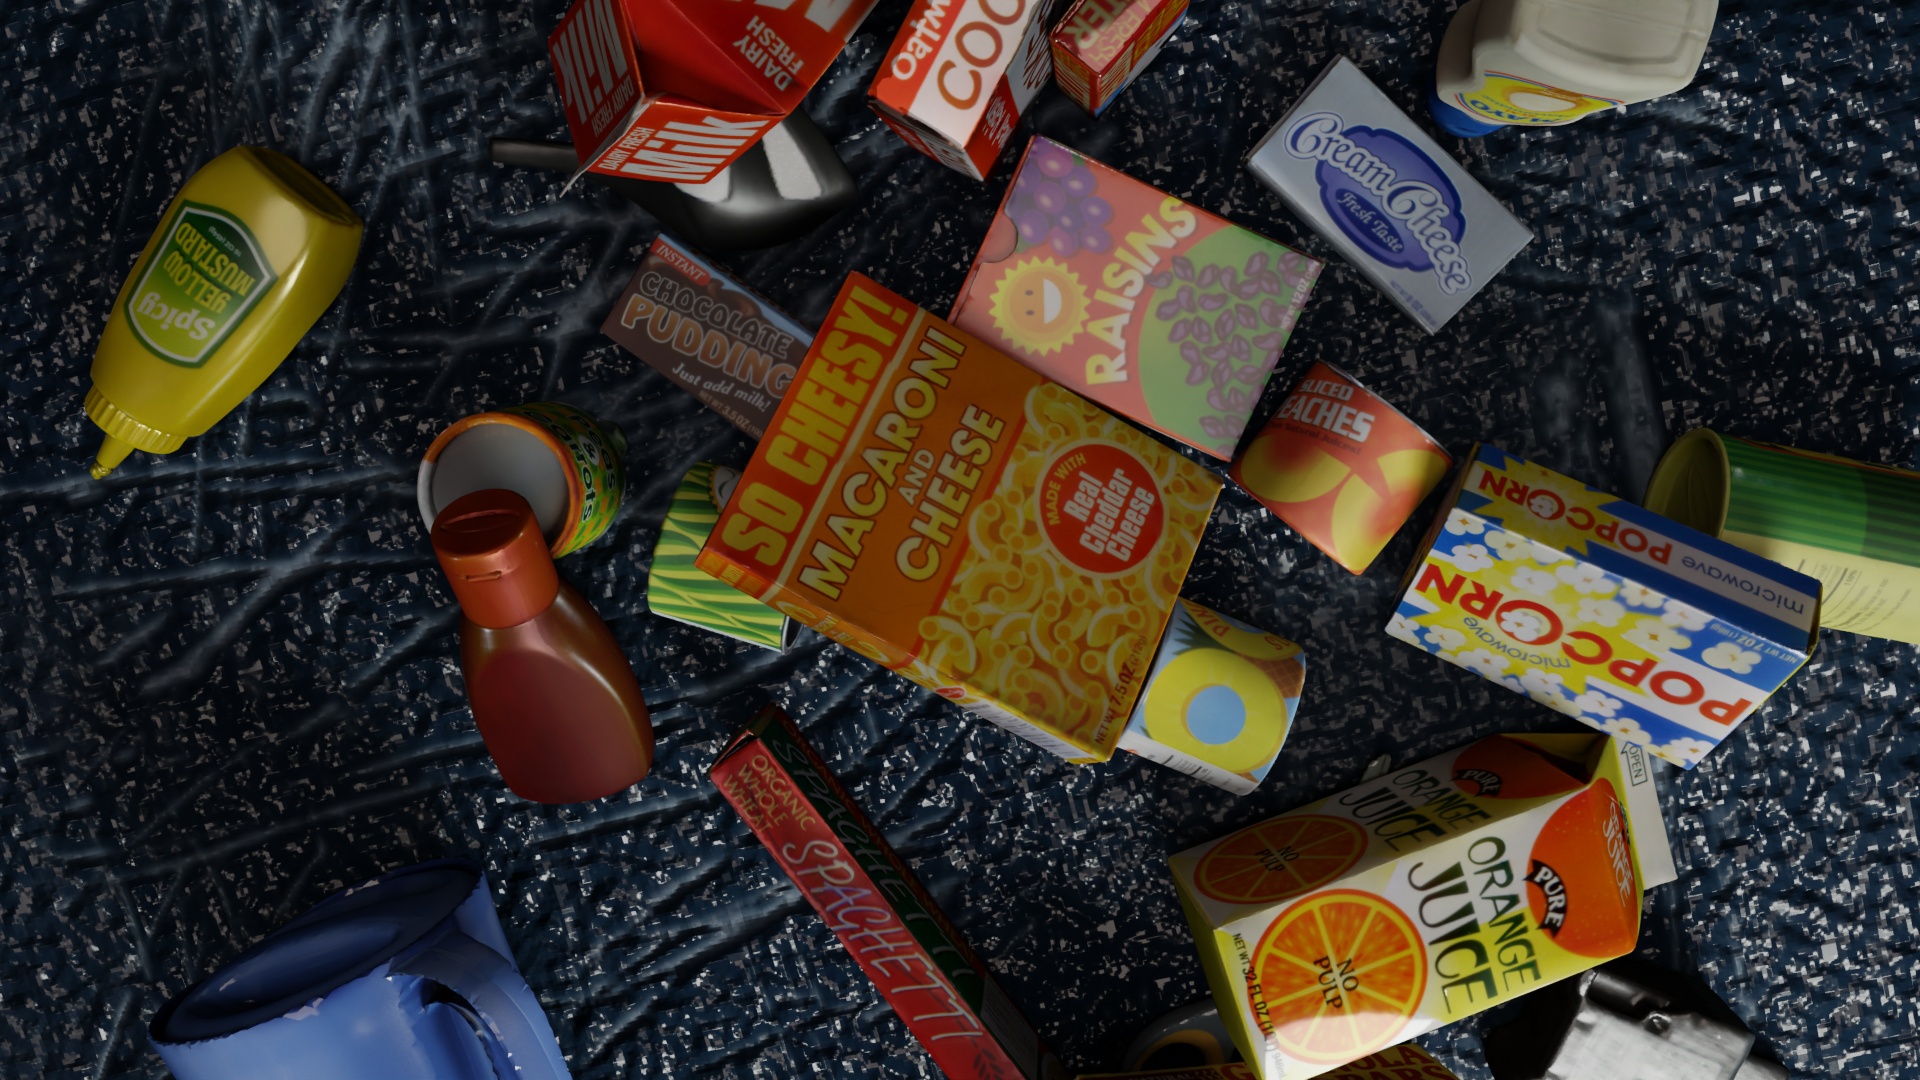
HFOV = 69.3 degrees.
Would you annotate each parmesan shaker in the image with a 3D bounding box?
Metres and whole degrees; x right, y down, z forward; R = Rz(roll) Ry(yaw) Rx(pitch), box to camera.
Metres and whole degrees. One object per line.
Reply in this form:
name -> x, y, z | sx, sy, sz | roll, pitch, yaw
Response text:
parmesan shaker -> 0.325, 0.000, 0.532 | 0.103, 0.071, 0.071 | 11, 99, 2

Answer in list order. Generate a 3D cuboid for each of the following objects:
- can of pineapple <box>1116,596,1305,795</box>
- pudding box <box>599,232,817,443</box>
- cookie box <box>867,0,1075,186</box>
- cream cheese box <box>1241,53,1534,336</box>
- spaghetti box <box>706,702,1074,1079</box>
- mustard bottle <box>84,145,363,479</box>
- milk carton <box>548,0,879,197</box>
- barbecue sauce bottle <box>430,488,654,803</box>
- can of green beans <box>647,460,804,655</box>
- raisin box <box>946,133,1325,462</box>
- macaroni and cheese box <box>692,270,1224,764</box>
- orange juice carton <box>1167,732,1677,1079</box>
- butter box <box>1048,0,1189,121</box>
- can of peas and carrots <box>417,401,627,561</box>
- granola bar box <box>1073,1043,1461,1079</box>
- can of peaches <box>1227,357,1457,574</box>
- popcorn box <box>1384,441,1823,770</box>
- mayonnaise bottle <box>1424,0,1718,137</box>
can of pineapple -> 0.098, 0.060, 0.555 | 0.058, 0.071, 0.071 | 22, 100, 0
pudding box -> -0.097, -0.082, 0.567 | 0.084, 0.030, 0.049 | 35, 99, -2
cookie box -> 0.029, -0.213, 0.490 | 0.040, 0.123, 0.167 | 30, 100, 0
cream cheese box -> 0.165, -0.133, 0.542 | 0.104, 0.024, 0.053 | 42, 99, -3
spaghetti box -> -0.017, 0.177, 0.590 | 0.028, 0.050, 0.250 | -37, 94, 8
mustard bottle -> -0.315, -0.084, 0.573 | 0.065, 0.049, 0.160 | 39, 99, -1
milk carton -> -0.072, -0.193, 0.474 | 0.073, 0.072, 0.191 | 41, 66, -21
barbecue sauce bottle -> -0.166, 0.045, 0.544 | 0.065, 0.044, 0.147 | -8, 136, -3
can of green beans -> -0.087, 0.006, 0.561 | 0.058, 0.071, 0.071 | 17, 100, 2
raisin box -> 0.067, -0.095, 0.548 | 0.123, 0.040, 0.086 | 25, 100, 1
macaroni and cheese box -> 0.002, -0.007, 0.528 | 0.166, 0.040, 0.124 | 28, 71, -10
orange juice carton -> 0.188, 0.136, 0.547 | 0.193, 0.073, 0.071 | -20, 99, -4
butter box -> 0.058, -0.186, 0.502 | 0.024, 0.104, 0.053 | 42, 100, -2
can of peas and carrots -> -0.176, -0.023, 0.567 | 0.071, 0.059, 0.070 | 1, 99, 4
granola bar box -> 0.121, 0.278, 0.571 | 0.166, 0.039, 0.124 | 3, 99, -19
can of peaches -> 0.145, -0.029, 0.537 | 0.071, 0.071, 0.058 | 37, 101, -2
popcorn box -> 0.234, 0.025, 0.517 | 0.127, 0.084, 0.038 | 25, 57, 14
mayonnaise bottle -> 0.195, -0.164, 0.473 | 0.065, 0.148, 0.041 | 14, 100, 2
